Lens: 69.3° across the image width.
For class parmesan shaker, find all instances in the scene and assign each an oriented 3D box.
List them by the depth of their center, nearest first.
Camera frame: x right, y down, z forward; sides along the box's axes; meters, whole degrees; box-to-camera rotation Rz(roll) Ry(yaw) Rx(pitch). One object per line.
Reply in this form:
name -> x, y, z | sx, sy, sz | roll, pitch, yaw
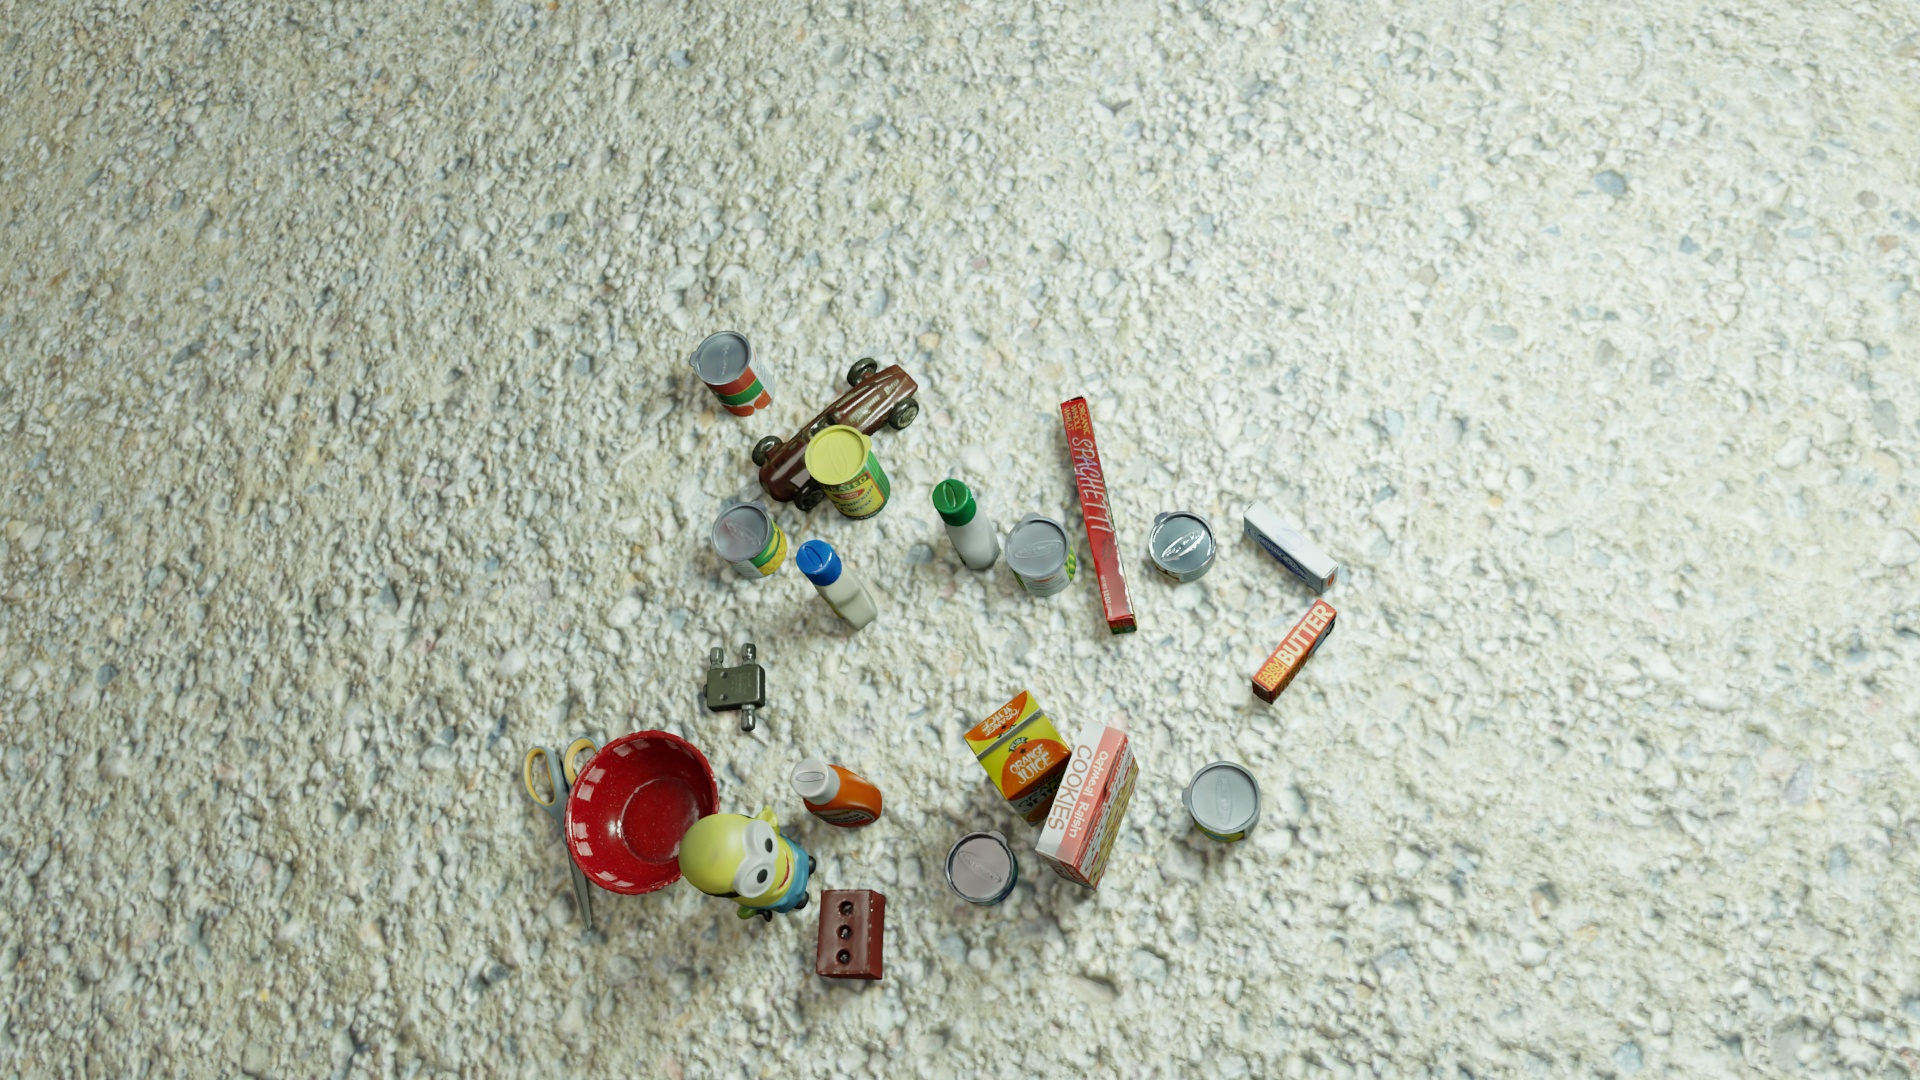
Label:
parmesan shaker -> -0.113, -0.070, 1.453 | 0.071, 0.102, 0.071 | -4, 68, 11

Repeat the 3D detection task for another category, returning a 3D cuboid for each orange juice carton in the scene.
orange juice carton -> 0.059, 0.196, 1.260 | 0.072, 0.192, 0.073 | -35, 66, -3

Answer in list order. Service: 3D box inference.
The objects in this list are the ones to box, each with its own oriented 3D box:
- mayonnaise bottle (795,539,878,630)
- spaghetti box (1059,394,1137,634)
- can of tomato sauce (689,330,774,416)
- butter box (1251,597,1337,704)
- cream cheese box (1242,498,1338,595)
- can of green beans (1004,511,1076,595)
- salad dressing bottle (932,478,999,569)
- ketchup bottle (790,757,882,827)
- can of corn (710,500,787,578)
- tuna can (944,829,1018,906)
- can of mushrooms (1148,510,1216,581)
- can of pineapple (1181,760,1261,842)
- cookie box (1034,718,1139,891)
mayonnaise bottle -> -0.126, 0.041, 1.387 | 0.041, 0.147, 0.065 | -40, 66, -5
spaghetti box -> 0.140, -0.028, 1.412 | 0.029, 0.050, 0.251 | -13, 66, 7
can of tomato sauce -> -0.251, -0.183, 1.539 | 0.071, 0.083, 0.071 | -4, 68, 11
butter box -> 0.317, 0.106, 1.318 | 0.024, 0.053, 0.103 | 38, 80, 22
cream cheese box -> 0.321, 0.007, 1.357 | 0.024, 0.053, 0.104 | -44, 67, -7
can of green beans -> 0.082, 0.016, 1.402 | 0.071, 0.057, 0.071 | -4, 68, 10
salad dressing bottle -> 0.005, -0.017, 1.383 | 0.044, 0.147, 0.064 | -17, 66, 6
ketchup bottle -> -0.121, 0.236, 1.306 | 0.065, 0.148, 0.044 | -6, 68, 10
can of corn -> -0.222, -0.001, 1.473 | 0.071, 0.058, 0.071 | -4, 68, 10
tuna can -> 0.022, 0.308, 1.311 | 0.071, 0.032, 0.071 | -4, 68, 10
can of mushrooms -> 0.221, 0.005, 1.390 | 0.071, 0.033, 0.071 | -4, 68, 10
can of pineapple -> 0.241, 0.240, 1.278 | 0.071, 0.057, 0.071 | -4, 68, 10
cookie box -> 0.118, 0.240, 1.244 | 0.040, 0.167, 0.123 | 17, 73, 18
